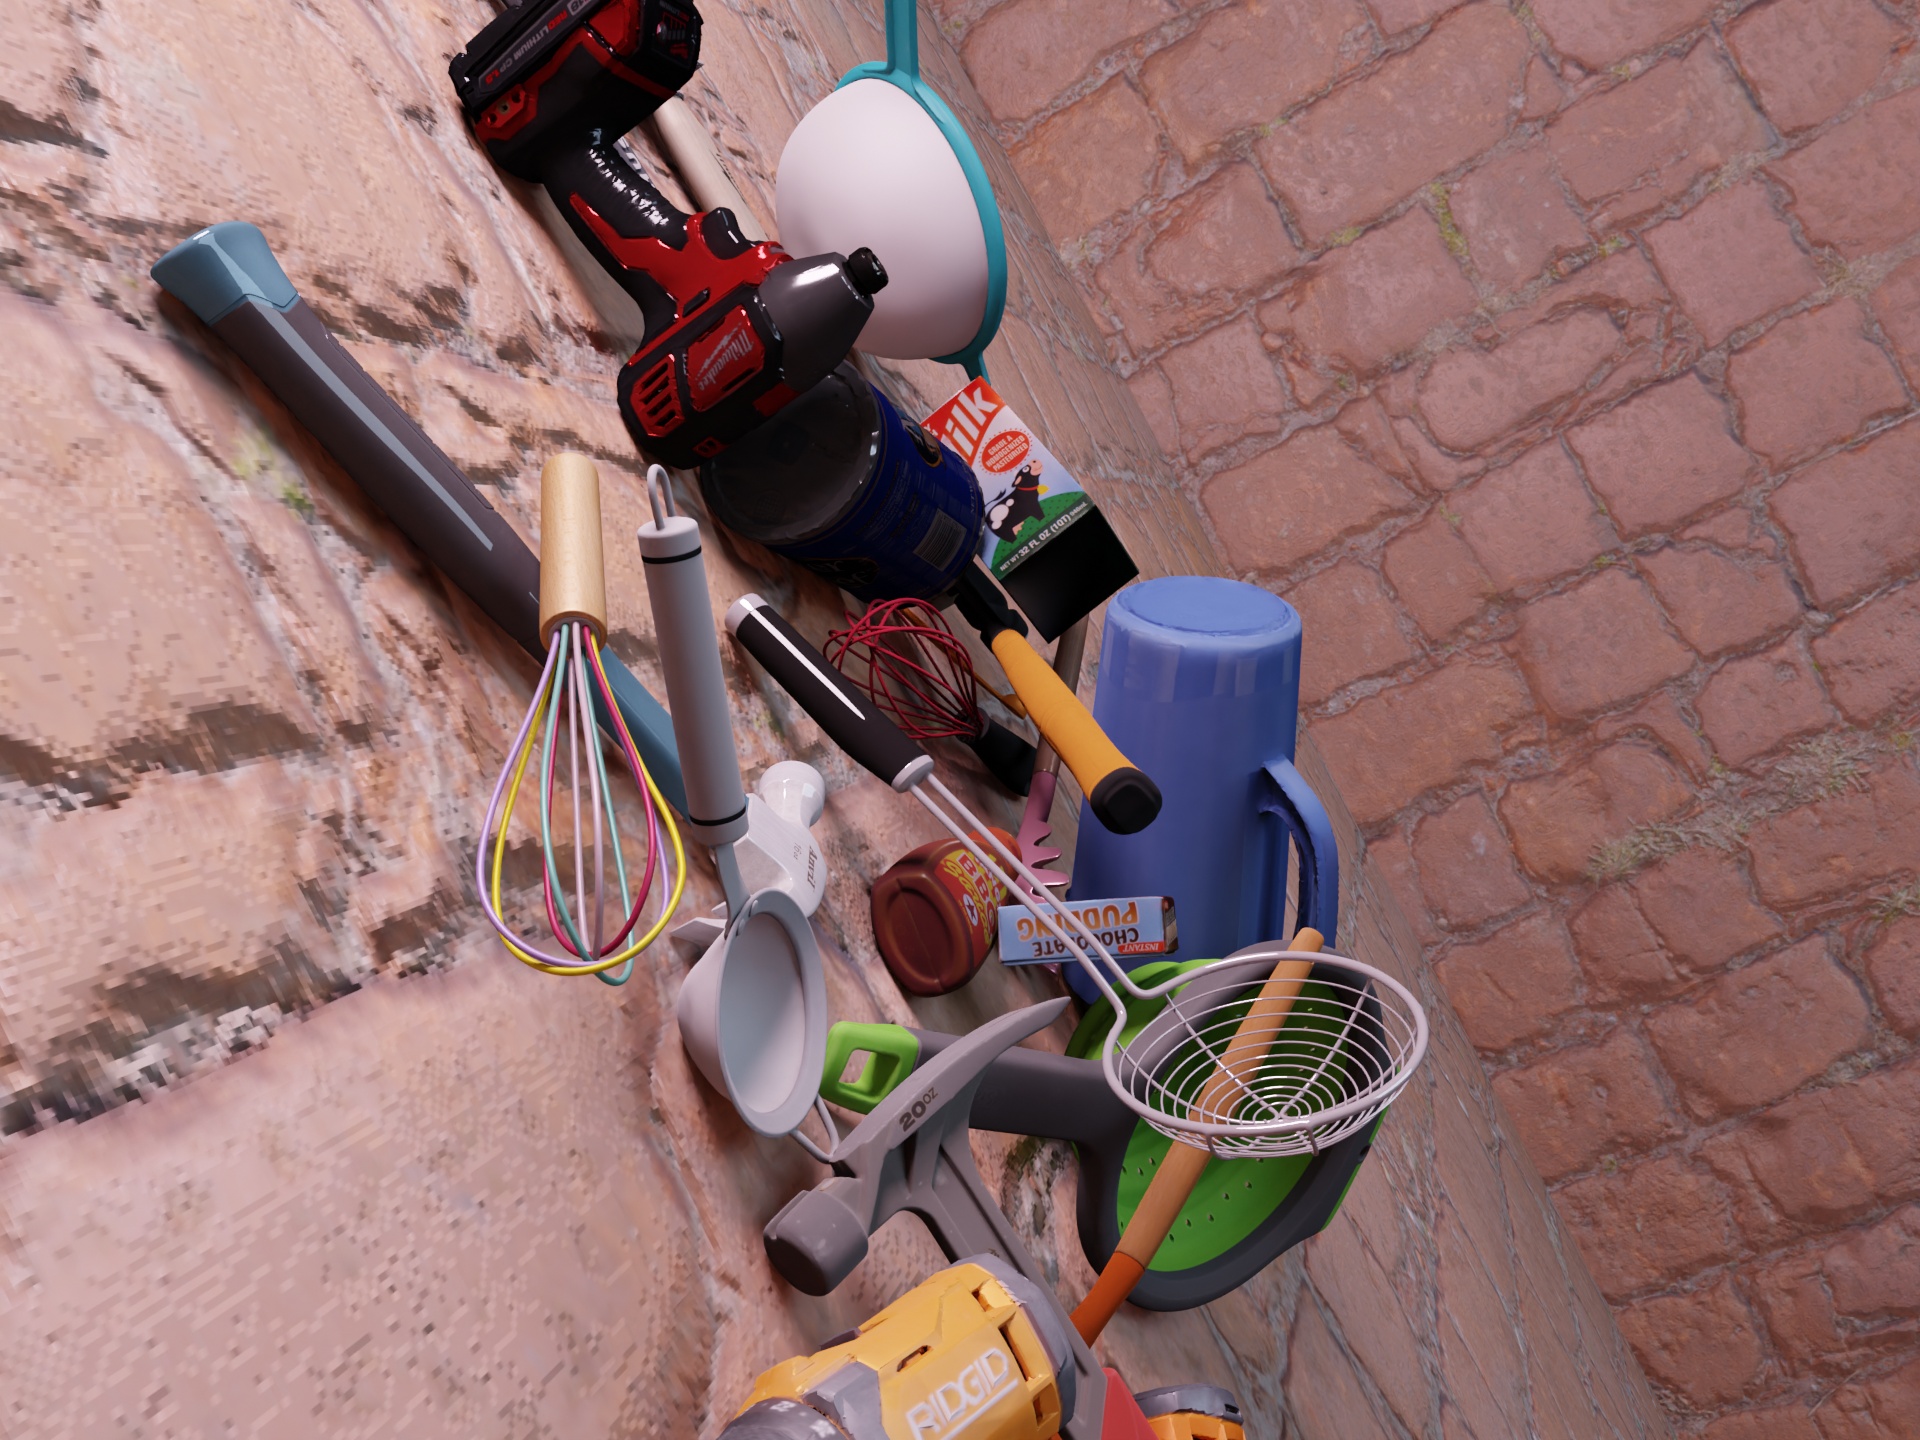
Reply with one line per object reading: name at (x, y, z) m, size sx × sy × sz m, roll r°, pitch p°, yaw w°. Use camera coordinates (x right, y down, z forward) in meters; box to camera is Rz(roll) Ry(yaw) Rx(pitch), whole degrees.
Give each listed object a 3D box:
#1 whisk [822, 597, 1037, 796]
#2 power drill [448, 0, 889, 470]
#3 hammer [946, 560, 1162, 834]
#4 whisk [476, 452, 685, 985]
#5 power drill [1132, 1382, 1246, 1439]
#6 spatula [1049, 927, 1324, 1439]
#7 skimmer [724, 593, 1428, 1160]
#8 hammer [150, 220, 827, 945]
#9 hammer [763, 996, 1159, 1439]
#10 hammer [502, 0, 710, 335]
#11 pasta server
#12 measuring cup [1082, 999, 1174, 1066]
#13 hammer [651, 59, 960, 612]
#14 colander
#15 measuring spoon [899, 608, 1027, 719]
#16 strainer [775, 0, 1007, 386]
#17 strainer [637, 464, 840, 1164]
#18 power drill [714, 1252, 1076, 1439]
whisk at (-0.001, -0.003, 0.924) m, size 0.295 × 0.073 × 0.073 m, roll 40°, pitch 28°, yaw -62°
power drill at (-0.135, -0.247, 0.763) m, size 0.220 × 0.143 × 0.078 m, roll 61°, pitch 20°, yaw 2°
hammer at (0.034, -0.033, 0.886) m, size 0.127 × 0.034 × 0.337 m, roll 48°, pitch 5°, yaw -27°
whisk at (-0.118, -0.013, 0.504) m, size 0.051 × 0.047 × 0.245 m, roll 46°, pitch 18°, yaw -40°
power drill at (0.149, 0.400, 0.710) m, size 0.226 × 0.084 × 0.164 m, roll 39°, pitch 30°, yaw -44°
spatula at (0.091, 0.212, 0.677) m, size 0.081 × 0.041 × 0.323 m, roll 54°, pitch 56°, yaw -25°
skimmer at (0.030, 0.045, 0.678) m, size 0.363 × 0.090 × 0.127 m, roll 43°, pitch 48°, yaw 19°
hammer at (-0.153, -0.038, 0.578) m, size 0.330 × 0.033 × 0.128 m, roll 52°, pitch 19°, yaw -30°
hammer at (0.076, 0.286, 0.588) m, size 0.149 × 0.036 × 0.359 m, roll -35°, pitch 94°, yaw -39°
hammer at (-0.228, -0.373, 0.867) m, size 0.408 × 0.036 × 0.149 m, roll 57°, pitch 19°, yaw -15°
pasta server at (0.063, 0.018, 0.980) m, size 0.060 × 0.040 × 0.316 m, roll 94°, pitch 8°, yaw -47°
measuring cup at (0.120, 0.176, 1.024) m, size 0.083 × 0.038 × 0.167 m, roll 61°, pitch 19°, yaw -6°
hammer at (-0.104, -0.257, 1.047) m, size 0.410 × 0.038 × 0.146 m, roll 59°, pitch 16°, yaw -10°
colander at (0.063, 0.172, 0.776) m, size 0.396 × 0.204 × 0.095 m, roll 21°, pitch 5°, yaw -42°
measuring spoon at (-0.001, -0.042, 0.984) m, size 0.117 × 0.011 × 0.021 m, roll 42°, pitch -5°, yaw 9°
strainer at (-0.067, -0.375, 1.051) m, size 0.211 × 0.095 × 0.340 m, roll 45°, pitch -28°, yaw 31°
strainer at (-0.081, 0.040, 0.534) m, size 0.087 × 0.050 × 0.258 m, roll -57°, pitch 144°, yaw -62°
power drill at (0.001, 0.280, 0.427) m, size 0.185 × 0.084 × 0.226 m, roll -8°, pitch 66°, yaw -55°
